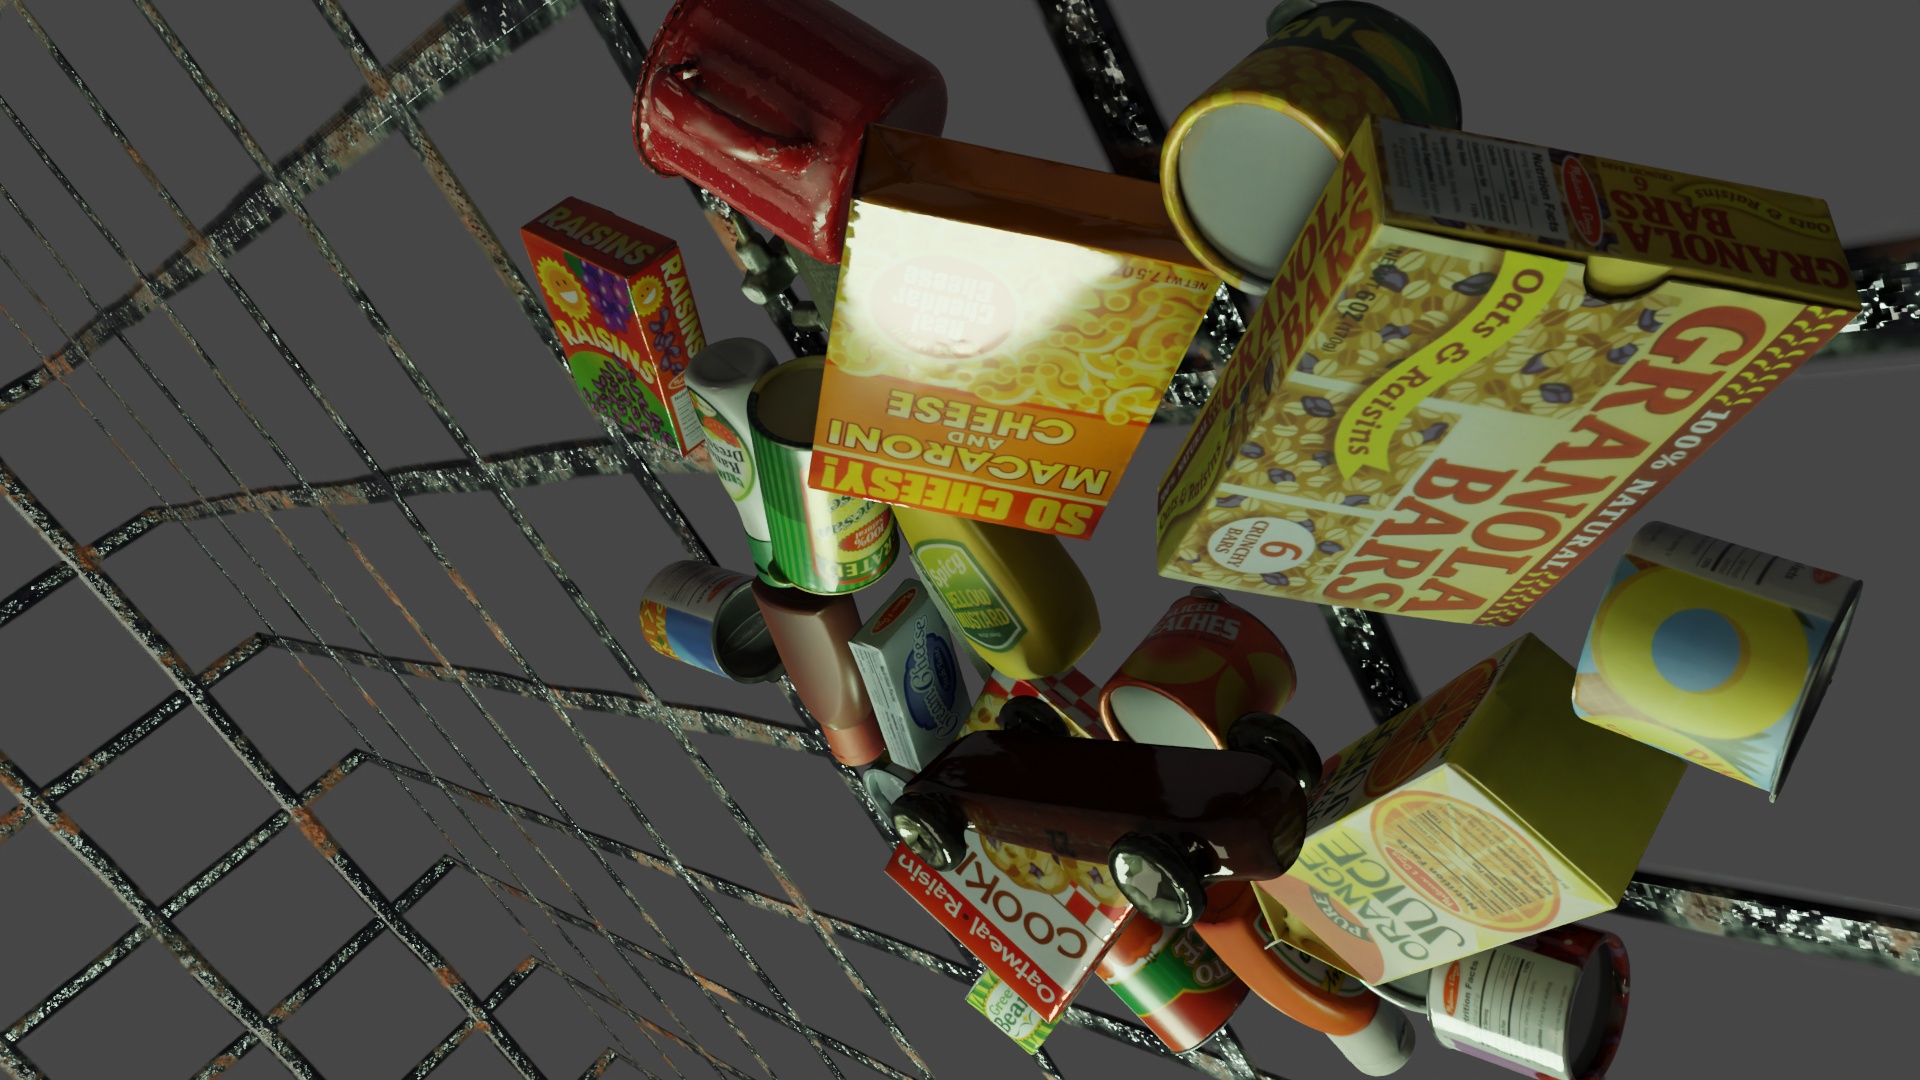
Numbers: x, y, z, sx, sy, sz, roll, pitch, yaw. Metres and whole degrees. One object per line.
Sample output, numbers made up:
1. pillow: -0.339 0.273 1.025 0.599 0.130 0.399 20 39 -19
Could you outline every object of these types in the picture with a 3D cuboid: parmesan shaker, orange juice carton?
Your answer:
1. parmesan shaker: -0.068 -0.030 0.680 0.071 0.071 0.102 29 145 26
2. orange juice carton: 0.182 0.118 0.553 0.073 0.072 0.191 42 149 6

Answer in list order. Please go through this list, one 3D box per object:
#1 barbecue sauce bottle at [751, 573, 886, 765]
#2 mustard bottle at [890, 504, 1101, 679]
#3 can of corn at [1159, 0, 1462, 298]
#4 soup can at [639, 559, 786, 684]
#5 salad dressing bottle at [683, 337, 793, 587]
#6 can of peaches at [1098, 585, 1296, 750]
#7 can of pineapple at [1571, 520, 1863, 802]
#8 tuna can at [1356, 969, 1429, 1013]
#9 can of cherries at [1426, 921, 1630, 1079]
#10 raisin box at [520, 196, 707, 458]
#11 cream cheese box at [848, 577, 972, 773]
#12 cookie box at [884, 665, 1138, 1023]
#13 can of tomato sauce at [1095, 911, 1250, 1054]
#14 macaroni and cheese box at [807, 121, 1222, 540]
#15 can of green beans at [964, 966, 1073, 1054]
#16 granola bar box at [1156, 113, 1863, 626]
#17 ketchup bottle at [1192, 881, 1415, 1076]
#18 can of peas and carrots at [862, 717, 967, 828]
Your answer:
1. barbecue sauce bottle: -0.080 0.078 0.848 0.065 0.044 0.147 21 142 35
2. mustard bottle: 0.002 -0.008 0.643 0.065 0.049 0.160 -13 117 53
3. can of corn: 0.098 -0.113 0.397 0.071 0.058 0.070 30 146 24
4. soup can: -0.153 0.053 0.883 0.084 0.072 0.071 11 135 45
5. salad dressing bottle: -0.107 -0.037 0.745 0.064 0.044 0.146 35 149 37
6. can of peaches: 0.101 0.065 0.601 0.071 0.058 0.071 31 146 23
7. can of pineapple: 0.222 0.035 0.411 0.058 0.071 0.070 23 142 34
8. tuna can: 0.204 0.182 0.639 0.071 0.033 0.070 30 146 23
9. can of cherries: 0.237 0.186 0.576 0.058 0.072 0.071 6 131 46
10. raisin box: -0.178 -0.114 0.747 0.086 0.040 0.122 28 146 29
11. cream cheese box: -0.026 0.077 0.772 0.024 0.053 0.103 18 140 35
12. cookie box: 0.043 0.152 0.721 0.123 0.040 0.166 39 124 20
13. can of tomato sauce: 0.113 0.230 0.774 0.083 0.071 0.071 45 149 2
14. macaroni and cheese box: 0.013 -0.069 0.516 0.124 0.040 0.165 11 147 -6
15. can of green beans: 0.046 0.301 0.934 0.058 0.071 0.071 37 148 14
16. granola bar box: 0.140 -0.035 0.396 0.124 0.039 0.164 8 147 -8
17. ketchup bottle: 0.171 0.207 0.683 0.043 0.065 0.148 -18 121 43
18. can of peas and carrots: -0.016 0.142 0.831 0.071 0.059 0.070 31 147 24
